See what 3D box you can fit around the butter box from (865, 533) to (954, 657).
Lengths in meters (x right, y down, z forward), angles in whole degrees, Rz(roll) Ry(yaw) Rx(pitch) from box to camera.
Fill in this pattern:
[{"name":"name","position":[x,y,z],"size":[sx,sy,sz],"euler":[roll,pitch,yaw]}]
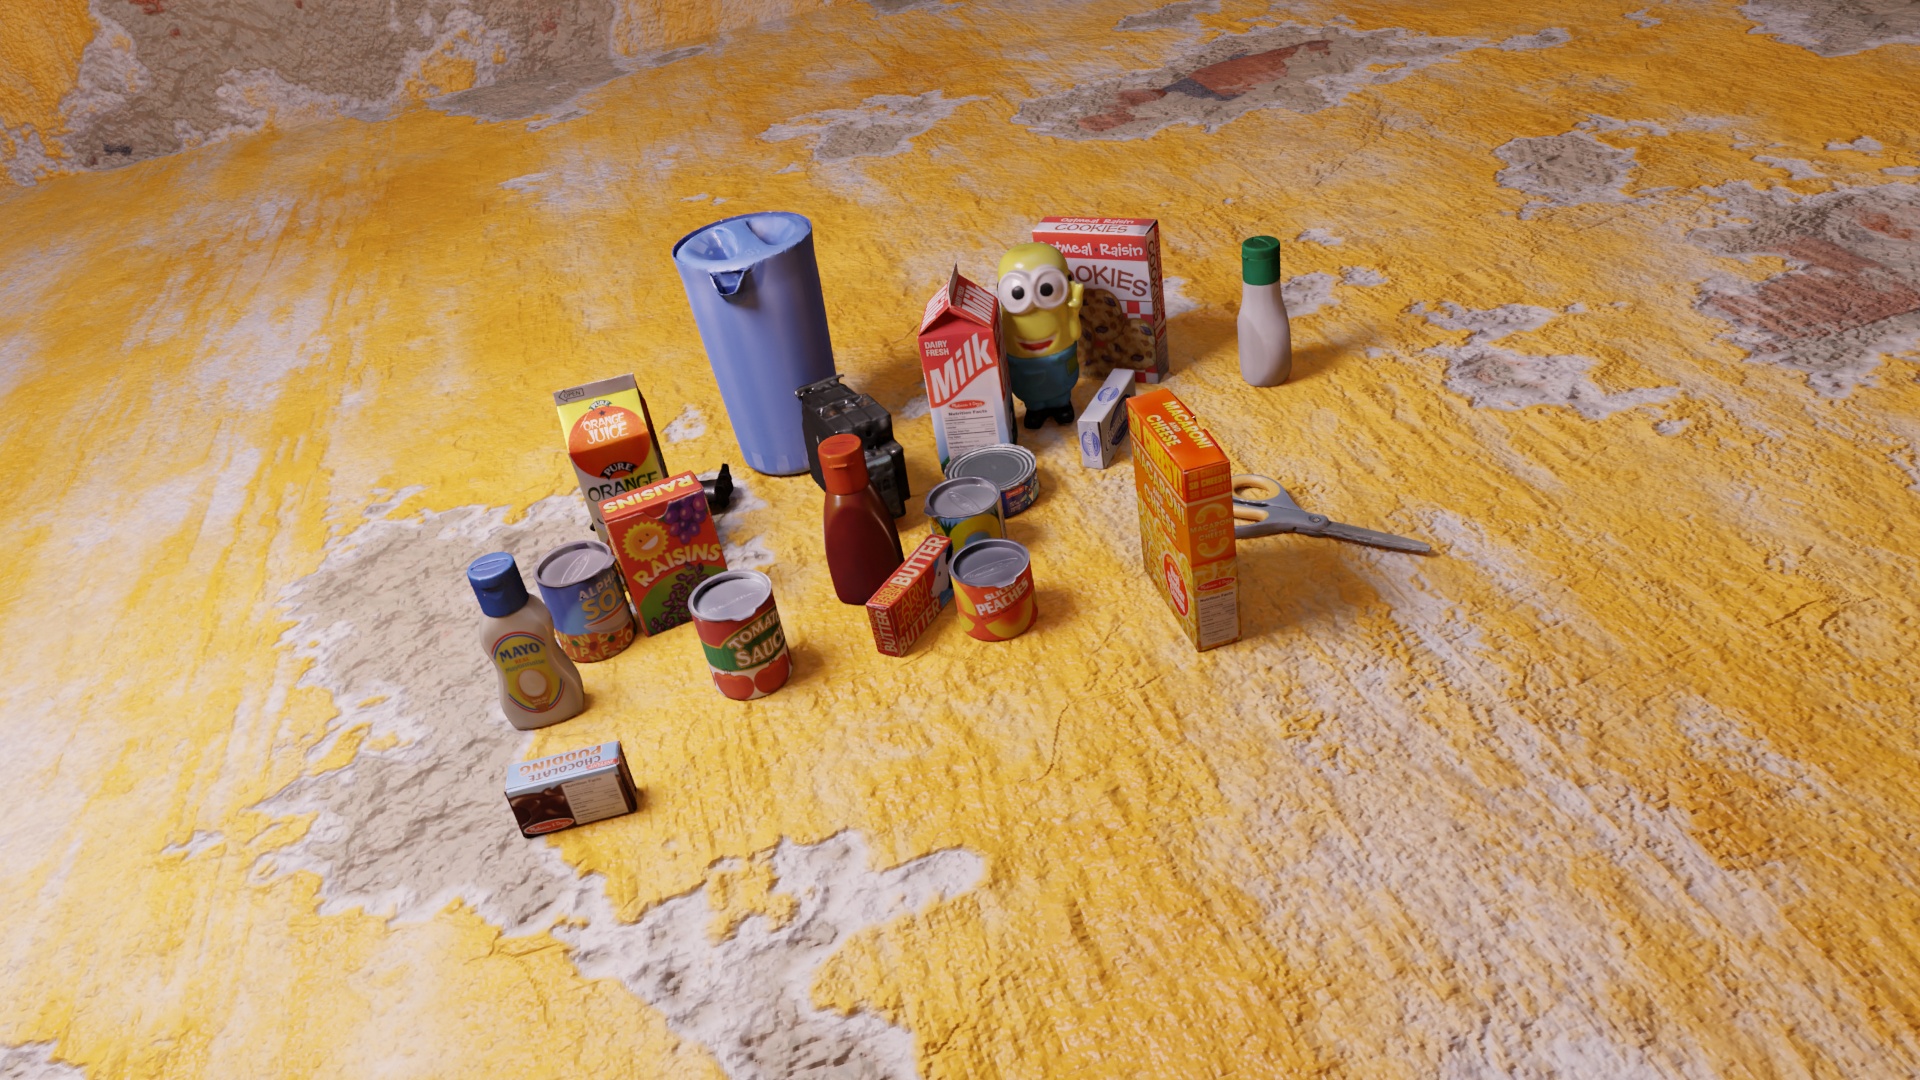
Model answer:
[{"name":"butter box","position":[-0.037,0.045,1.143],"size":[0.024,0.053,0.104],"euler":[11,39,29]}]

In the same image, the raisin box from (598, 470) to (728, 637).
[{"name":"raisin box","position":[-0.249,0.012,1.185],"size":[0.086,0.122,0.040],"euler":[-21,35,-15]}]

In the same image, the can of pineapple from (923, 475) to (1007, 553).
[{"name":"can of pineapple","position":[0.004,-0.015,1.216],"size":[0.071,0.057,0.071],"euler":[-7,34,5]}]

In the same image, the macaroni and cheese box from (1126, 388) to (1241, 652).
[{"name":"macaroni and cheese box","position":[0.173,-0.017,1.076],"size":[0.040,0.165,0.124],"euler":[-15,34,-7]}]

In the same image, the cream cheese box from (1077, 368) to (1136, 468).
[{"name":"cream cheese box","position":[0.143,-0.118,1.335],"size":[0.024,0.053,0.104],"euler":[7,37,25]}]

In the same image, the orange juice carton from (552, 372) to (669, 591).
[{"name":"orange juice carton","position":[-0.300,-0.057,1.239],"size":[0.072,0.191,0.073],"euler":[-16,34,-8]}]

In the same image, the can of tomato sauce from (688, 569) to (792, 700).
[{"name":"can of tomato sauce","position":[-0.173,0.076,1.106],"size":[0.071,0.082,0.071],"euler":[-7,34,5]}]

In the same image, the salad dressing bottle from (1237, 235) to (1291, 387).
[{"name":"salad dressing bottle","position":[0.298,-0.225,1.369],"size":[0.044,0.147,0.064],"euler":[-19,34,-13]}]

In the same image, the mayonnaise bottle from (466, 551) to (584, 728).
[{"name":"mayonnaise bottle","position":[-0.345,0.079,1.089],"size":[0.065,0.147,0.041],"euler":[-15,34,-7]}]

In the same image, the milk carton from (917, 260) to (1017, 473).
[{"name":"milk carton","position":[0.006,-0.164,1.317],"size":[0.073,0.189,0.073],"euler":[-4,34,9]}]

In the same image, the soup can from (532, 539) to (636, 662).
[{"name":"soup can","position":[-0.315,0.052,1.179],"size":[0.071,0.083,0.072],"euler":[-7,34,5]}]

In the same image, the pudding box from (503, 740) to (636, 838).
[{"name":"pudding box","position":[-0.283,0.181,1.010],"size":[0.084,0.049,0.030],"euler":[-13,33,-5]}]

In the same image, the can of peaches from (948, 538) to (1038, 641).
[{"name":"can of peaches","position":[0.028,0.041,1.126],"size":[0.071,0.057,0.071],"euler":[-7,34,5]}]

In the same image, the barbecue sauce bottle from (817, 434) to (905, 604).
[{"name":"barbecue sauce bottle","position":[-0.087,-0.017,1.162],"size":[0.065,0.147,0.044],"euler":[-7,34,6]}]

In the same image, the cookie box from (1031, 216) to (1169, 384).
[{"name":"cookie box","position":[0.145,-0.247,1.424],"size":[0.123,0.166,0.040],"euler":[8,37,25]}]
